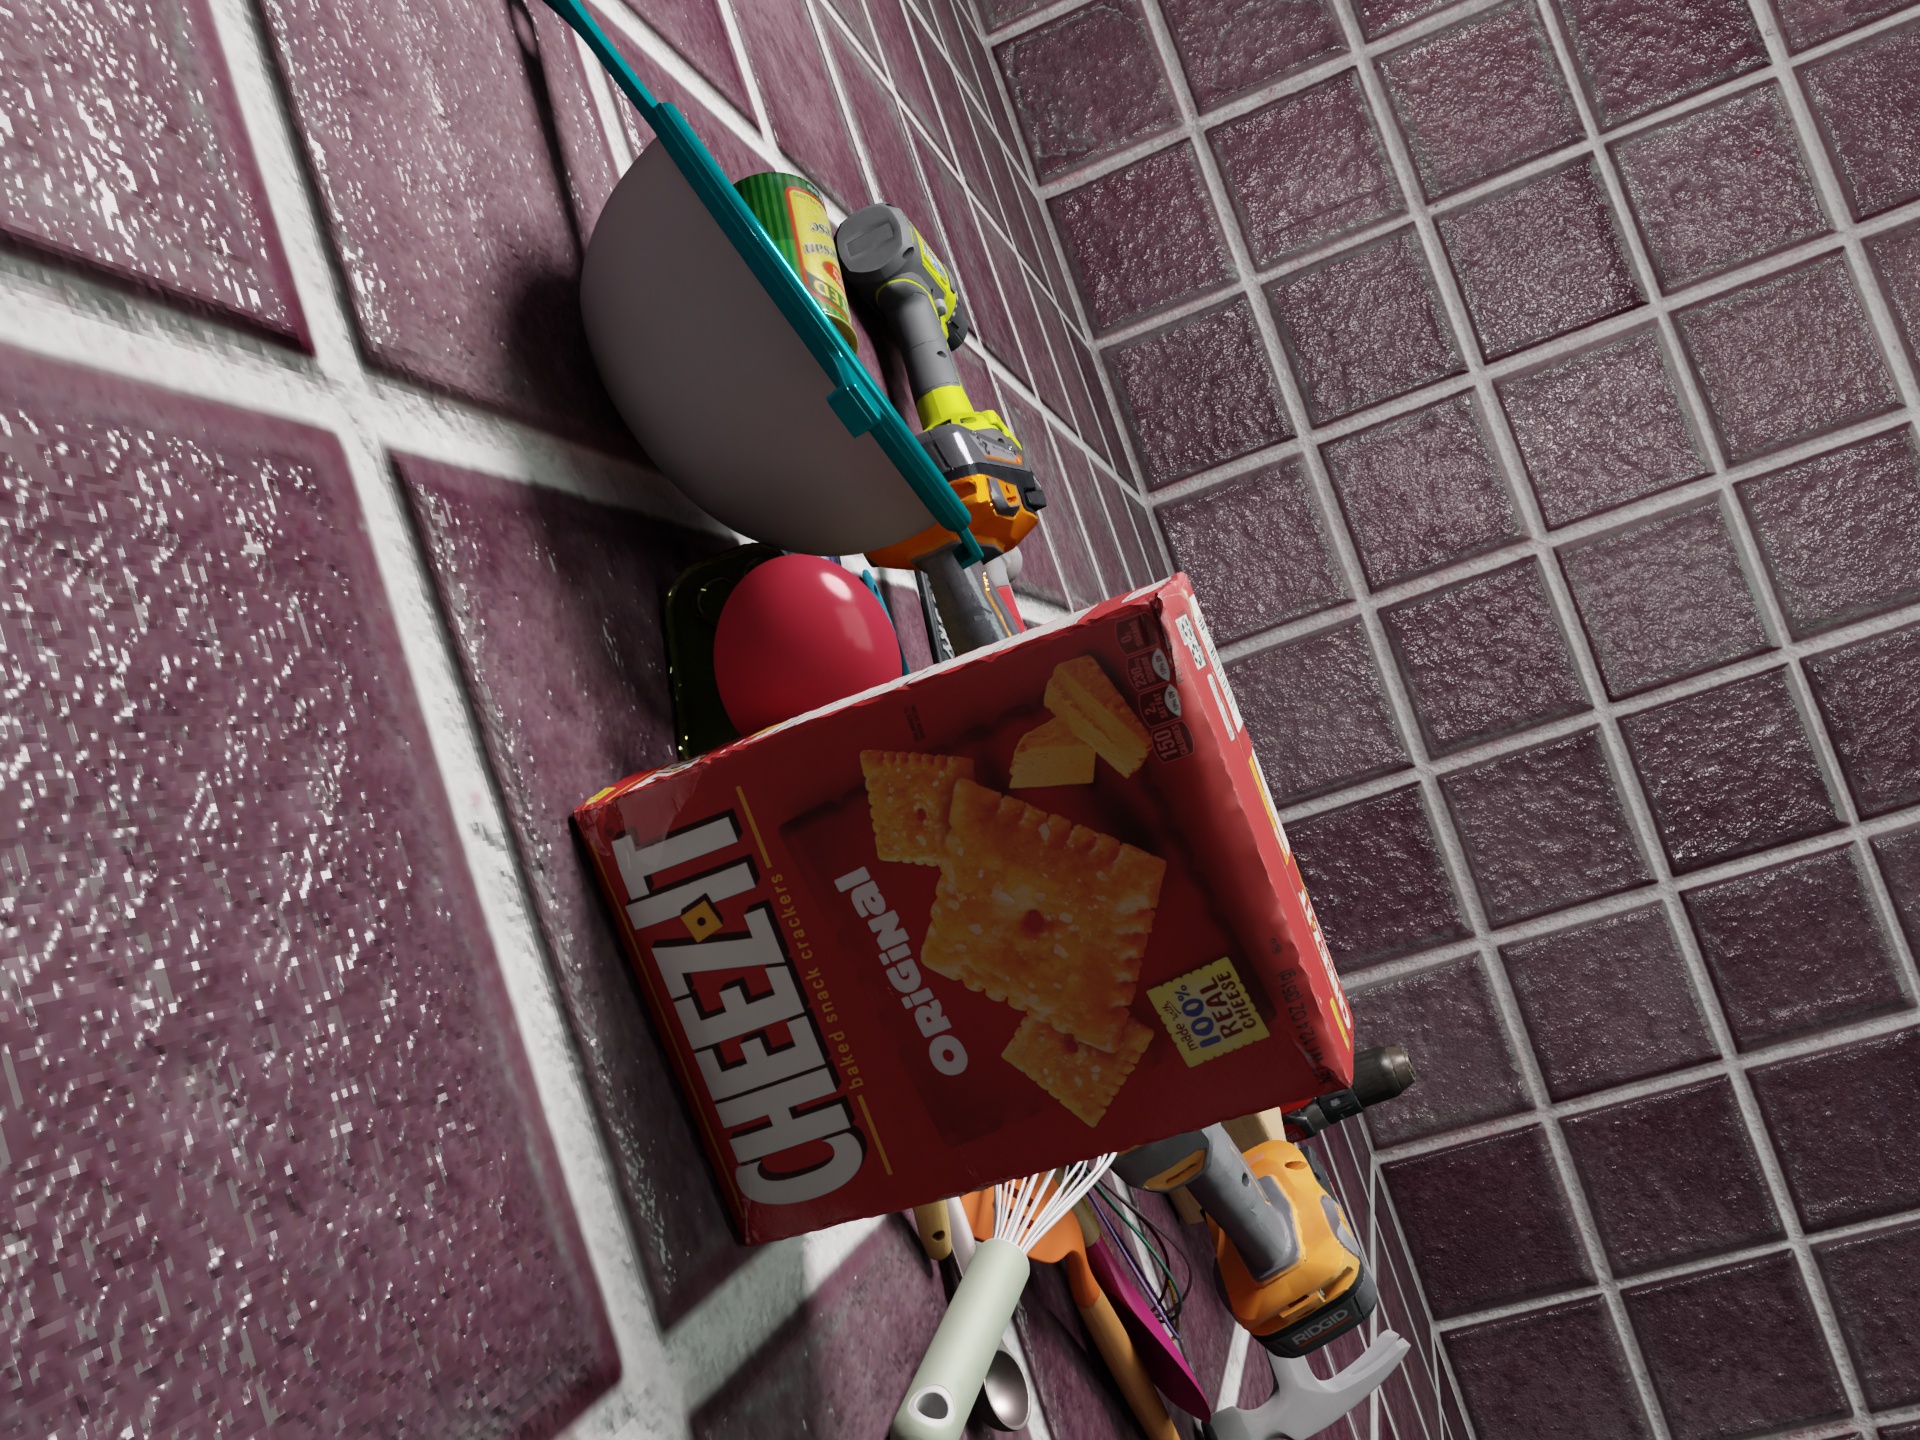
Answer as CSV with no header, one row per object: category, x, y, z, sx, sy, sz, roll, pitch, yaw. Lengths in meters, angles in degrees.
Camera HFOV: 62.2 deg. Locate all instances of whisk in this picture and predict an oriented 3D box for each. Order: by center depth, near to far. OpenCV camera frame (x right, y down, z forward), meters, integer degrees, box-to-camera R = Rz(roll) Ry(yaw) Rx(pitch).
whisk,0.020,0.230,0.689,0.246,0.058,0.059,-46,150,-64
whisk,0.067,0.255,0.885,0.047,0.051,0.244,-46,116,-36

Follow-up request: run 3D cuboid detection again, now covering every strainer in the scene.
strainer,-0.128,-0.192,0.688,0.340,0.095,0.211,54,5,16

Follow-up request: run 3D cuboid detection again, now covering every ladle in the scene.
ladle,-0.035,0.088,0.625,0.031,0.069,0.315,-137,-147,-62

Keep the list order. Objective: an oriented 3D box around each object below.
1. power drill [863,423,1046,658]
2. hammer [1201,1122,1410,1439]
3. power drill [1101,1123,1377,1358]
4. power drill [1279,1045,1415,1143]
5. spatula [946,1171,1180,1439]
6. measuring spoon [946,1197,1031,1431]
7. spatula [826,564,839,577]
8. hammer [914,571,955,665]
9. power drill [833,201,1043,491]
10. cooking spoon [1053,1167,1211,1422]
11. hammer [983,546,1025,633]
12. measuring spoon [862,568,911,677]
power drill,0.026,-0.037,0.874,0.164,0.084,0.226,-2,72,-69
hammer,0.164,0.264,1.034,0.035,0.144,0.405,147,-76,-80
power drill,0.141,0.241,0.936,0.226,0.084,0.185,51,12,-24
power drill,0.253,0.268,1.288,0.226,0.188,0.080,54,20,-38
spatula,0.065,0.316,0.836,0.081,0.041,0.322,-91,161,-53
measuring spoon,0.000,0.250,0.700,0.034,0.018,0.124,23,40,-54
spatula,-0.023,0.078,0.668,0.060,0.018,0.315,-80,161,-58
hammer,-0.001,-0.003,0.923,0.149,0.036,0.409,35,36,-50
power drill,-0.012,-0.262,1.222,0.229,0.080,0.190,71,14,14
cooking spoon,0.057,0.256,0.844,0.069,0.017,0.318,2,-54,58
hammer,0.072,0.042,1.204,0.143,0.038,0.386,-12,83,-75
measuring spoon,-0.027,-0.034,0.959,0.042,0.021,0.128,-61,130,-72
